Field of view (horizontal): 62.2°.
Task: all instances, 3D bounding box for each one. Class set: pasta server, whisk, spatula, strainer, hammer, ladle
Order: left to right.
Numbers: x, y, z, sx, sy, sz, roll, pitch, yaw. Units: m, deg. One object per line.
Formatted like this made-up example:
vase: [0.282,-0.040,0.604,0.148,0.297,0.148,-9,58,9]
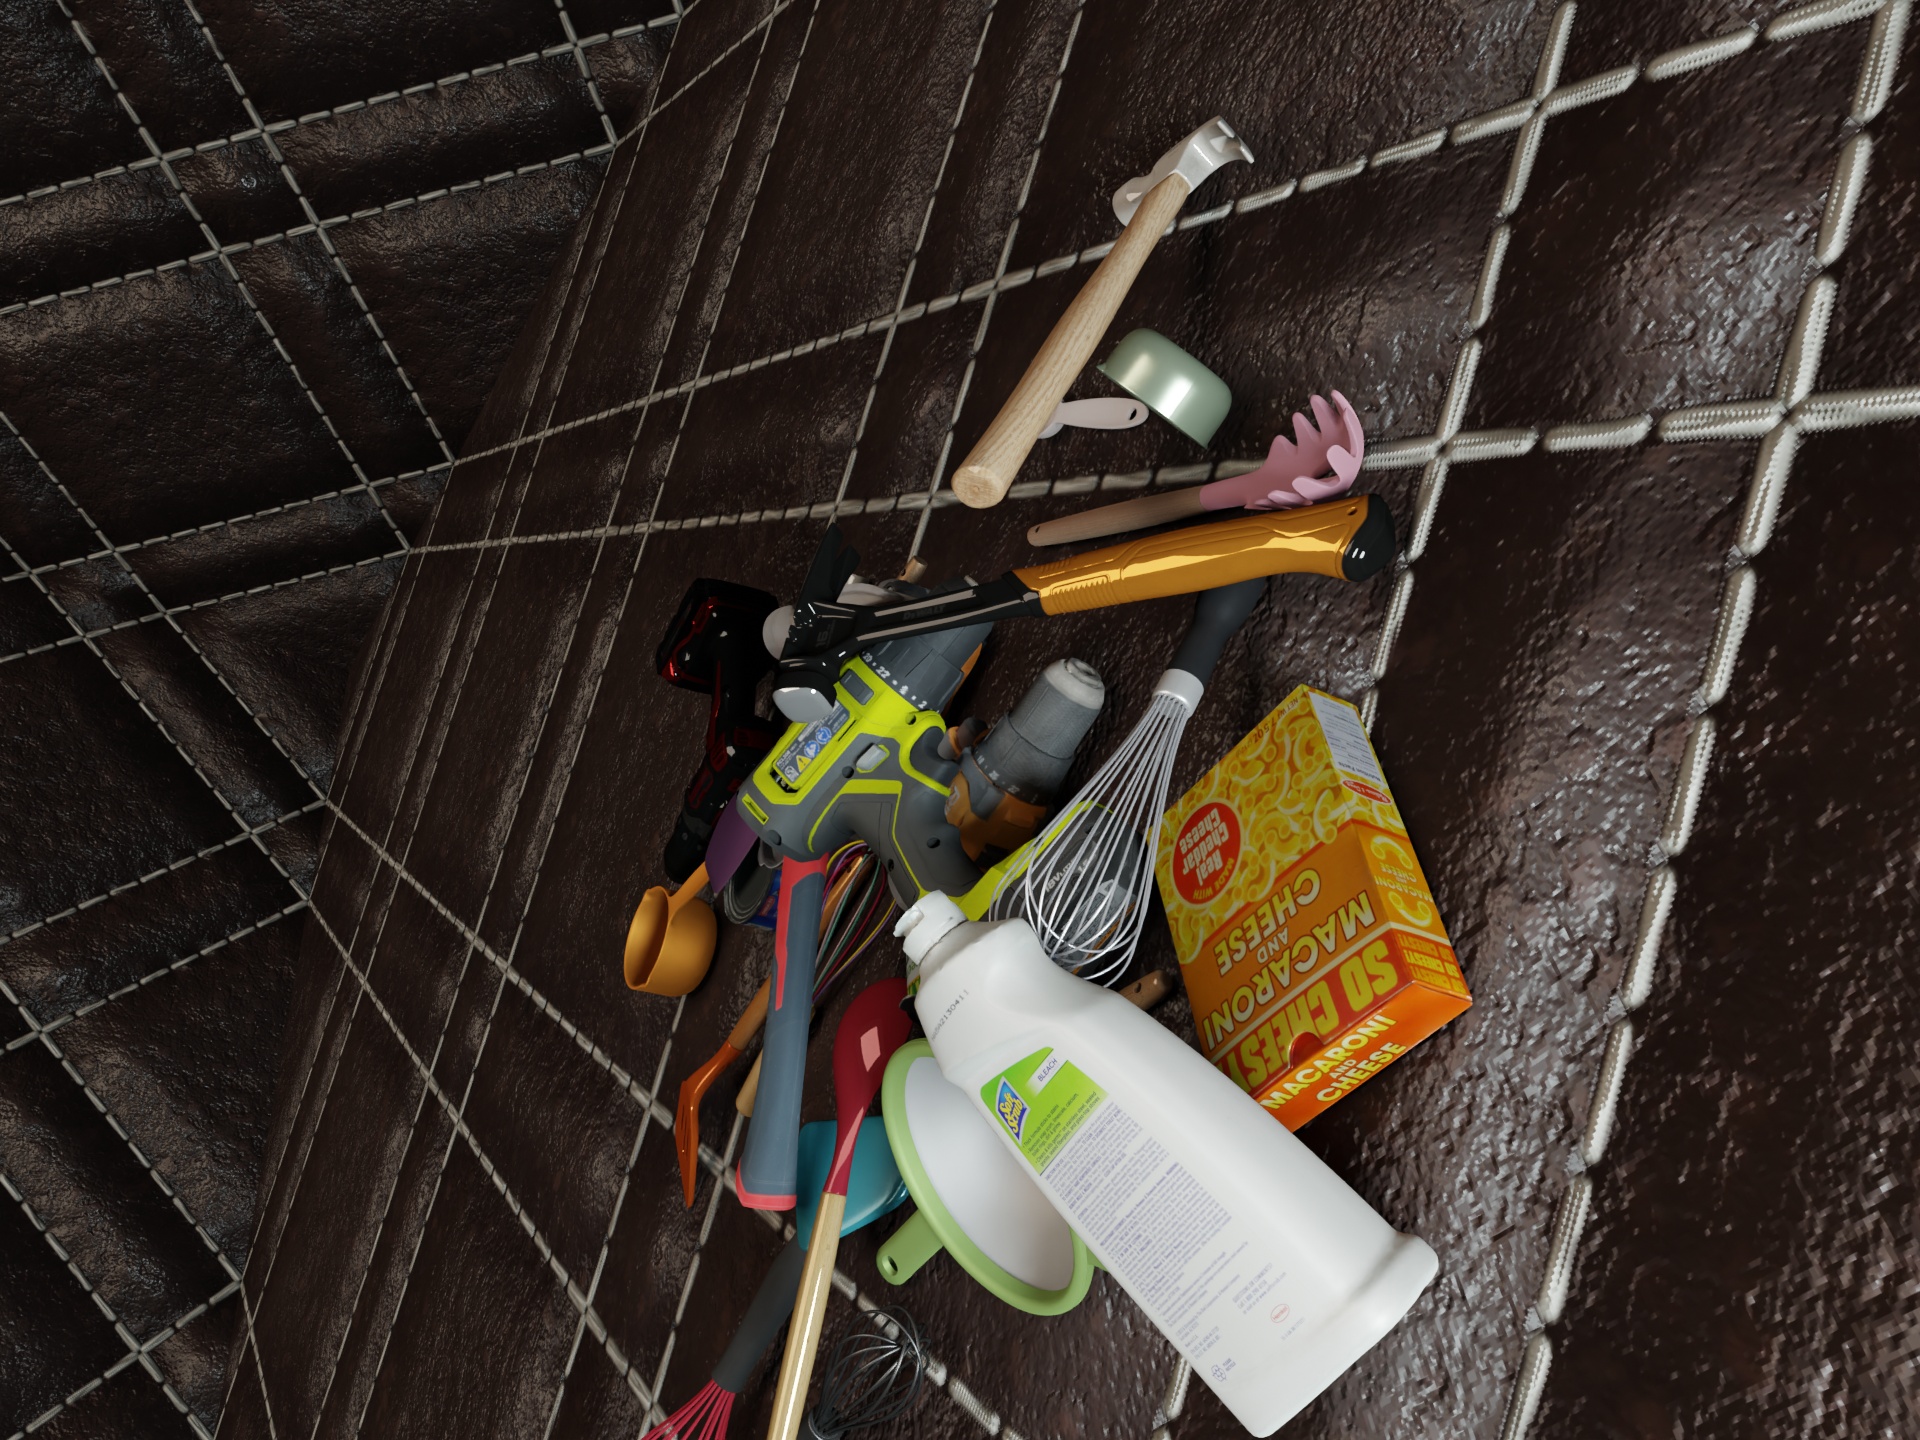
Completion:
whisk: [-0.160,0.443,1.032,0.296,0.073,0.073,-60,30,8]
spatula: [-0.146,0.224,1.179,0.322,0.041,0.081,-55,32,19]
spatula: [-0.114,0.003,1.185,0.316,0.018,0.060,-54,39,23]
whisk: [-0.106,0.181,1.112,0.245,0.047,0.051,-62,31,22]
hammer: [-0.091,0.106,0.993,0.143,0.038,0.386,-10,72,51]
whisk: [-0.082,0.409,0.929,0.239,0.055,0.055,-54,32,35]
ladle: [-0.078,0.300,0.920,0.069,0.031,0.315,-13,60,55]
spatula: [0.006,0.213,0.897,0.317,0.044,0.082,-43,37,39]
strainer: [0.015,0.245,0.848,0.152,0.069,0.256,52,145,17]
hammer: [0.058,-0.076,0.836,0.337,0.034,0.127,-8,50,27]
hammer: [0.082,-0.245,0.929,0.130,0.031,0.331,-25,29,54]
whisk: [0.093,0.011,0.782,0.070,0.070,0.285,-20,34,55]
pasta server: [0.120,-0.128,0.911,0.316,0.040,0.060,-2,59,61]

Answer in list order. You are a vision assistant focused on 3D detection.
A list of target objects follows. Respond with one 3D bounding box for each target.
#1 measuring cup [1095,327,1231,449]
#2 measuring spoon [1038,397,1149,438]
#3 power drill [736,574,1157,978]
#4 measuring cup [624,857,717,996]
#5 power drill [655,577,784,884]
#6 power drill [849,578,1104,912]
measuring cup: [0.116,-0.209,0.952,0.038,0.083,0.168,-53,17,14]
measuring spoon: [0.086,-0.199,1.043,0.124,0.018,0.034,16,87,55]
power drill: [-0.002,0.041,0.880,0.190,0.080,0.229,-49,56,4]
measuring cup: [-0.217,0.162,1.307,0.173,0.052,0.095,-46,37,34]
power drill: [-0.211,0.012,1.359,0.187,0.080,0.227,-54,35,40]
power drill: [-0.002,-0.003,1.008,0.185,0.084,0.226,-56,36,21]
